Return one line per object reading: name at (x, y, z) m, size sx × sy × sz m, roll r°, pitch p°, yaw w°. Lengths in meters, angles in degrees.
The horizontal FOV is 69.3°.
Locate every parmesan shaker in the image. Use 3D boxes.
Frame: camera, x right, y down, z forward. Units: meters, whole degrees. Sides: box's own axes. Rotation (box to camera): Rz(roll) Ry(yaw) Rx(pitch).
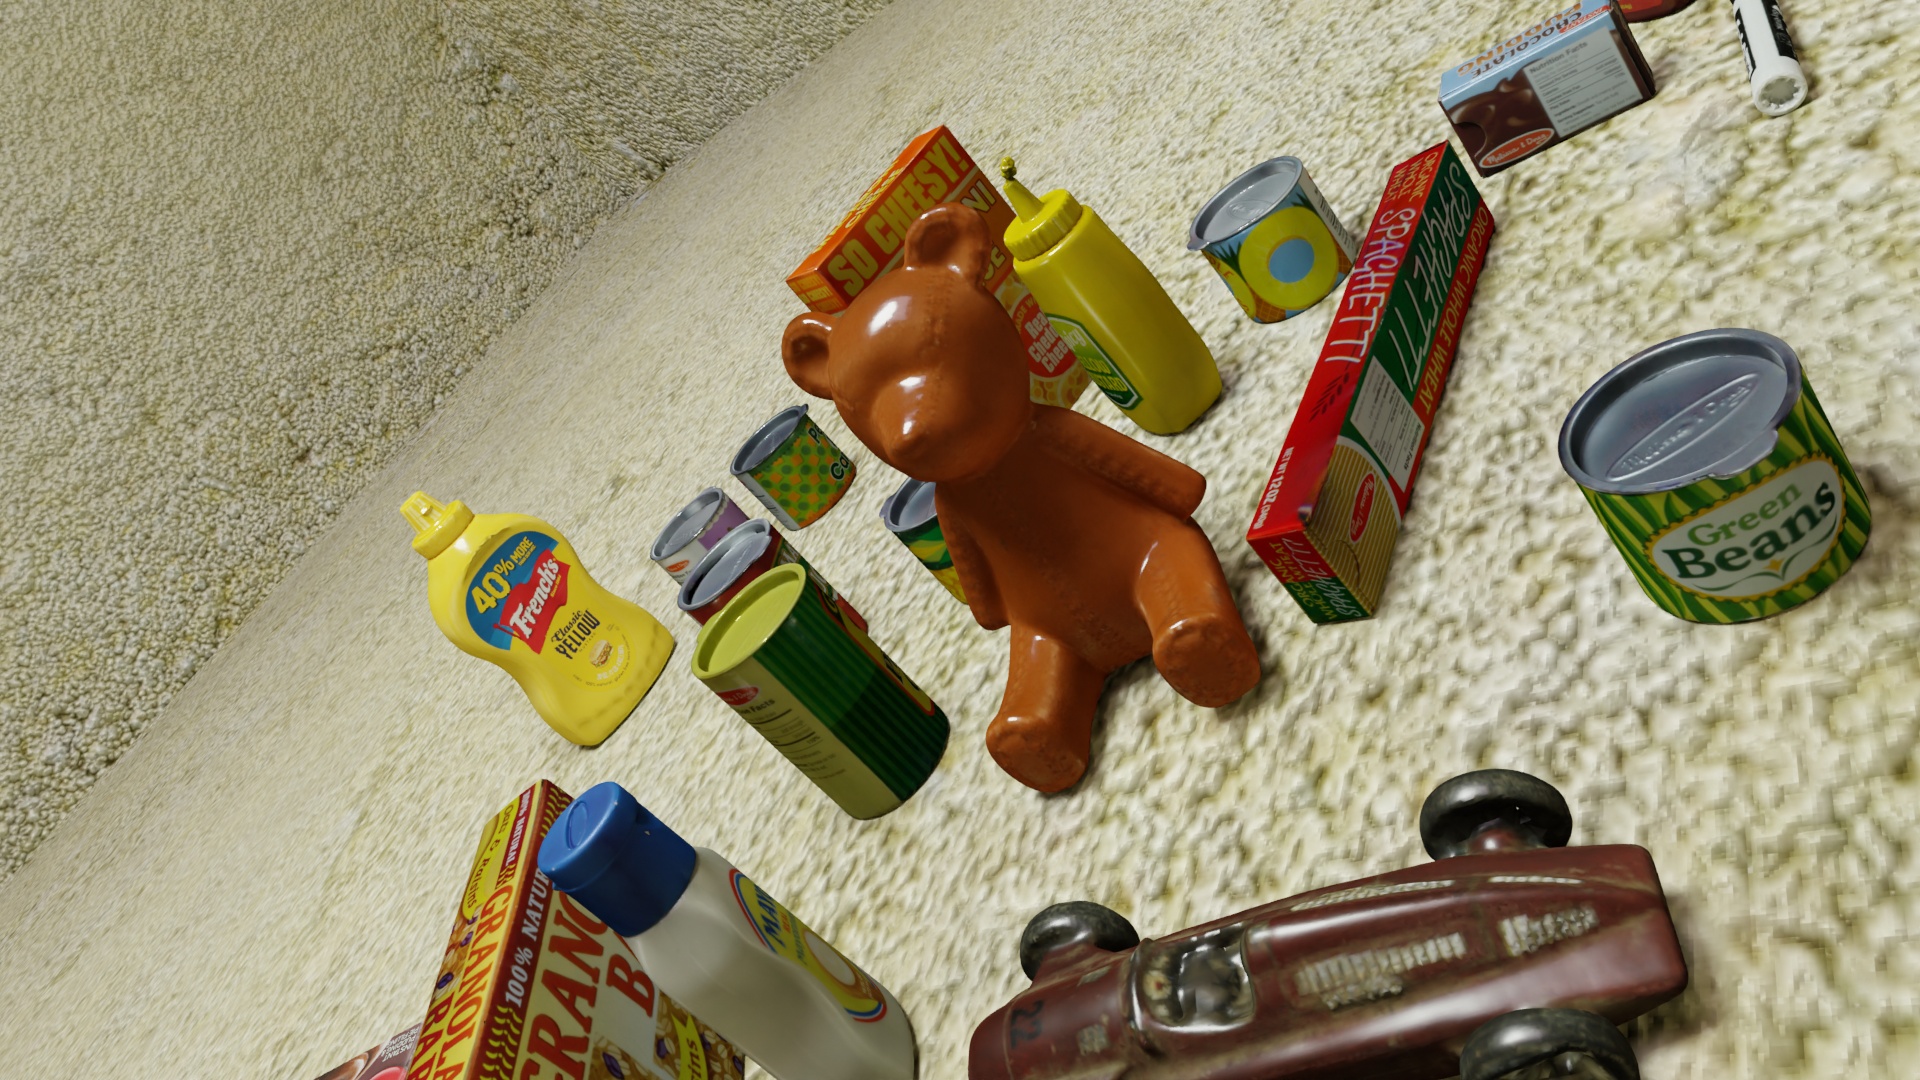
parmesan shaker at (-0.063, 0.069, 0.628) m, size 0.071 × 0.103 × 0.071 m, roll -34°, pitch 25°, yaw 19°

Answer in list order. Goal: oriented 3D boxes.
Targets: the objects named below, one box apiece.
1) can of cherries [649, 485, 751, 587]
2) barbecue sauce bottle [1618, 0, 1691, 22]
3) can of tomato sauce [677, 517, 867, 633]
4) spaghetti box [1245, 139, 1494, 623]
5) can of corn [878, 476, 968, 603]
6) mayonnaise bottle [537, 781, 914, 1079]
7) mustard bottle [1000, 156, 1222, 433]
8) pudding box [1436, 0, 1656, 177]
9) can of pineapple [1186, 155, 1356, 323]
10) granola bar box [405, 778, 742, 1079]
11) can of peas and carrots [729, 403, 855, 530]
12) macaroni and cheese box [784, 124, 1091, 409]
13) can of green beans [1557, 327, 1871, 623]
can of cherries at (-0.164, 0.006, 0.937) m, size 0.071 × 0.058 × 0.072 m, roll -34°, pitch 25°, yaw 19°
barbecue sauce bottle at (0.306, -0.323, 0.668) m, size 0.043 × 0.148 × 0.065 m, roll -42°, pitch 24°, yaw 2°
can of tomato sauce at (-0.100, 0.039, 0.757) m, size 0.071 × 0.083 × 0.071 m, roll -34°, pitch 25°, yaw 19°
spaghetti box at (0.176, -0.075, 0.572) m, size 0.028 × 0.050 × 0.251 m, roll -16°, pitch 35°, yaw 45°
can of corn at (0.003, -0.009, 0.712) m, size 0.071 × 0.058 × 0.071 m, roll -34°, pitch 25°, yaw 19°
mayonnaise bottle at (-0.078, 0.141, 0.476) m, size 0.041 × 0.148 × 0.065 m, roll -42°, pitch 24°, yaw 1°
mustard bottle at (0.065, -0.122, 0.682) m, size 0.049 × 0.160 × 0.065 m, roll -46°, pitch 24°, yaw -8°
pudding box at (0.275, -0.215, 0.656) m, size 0.083 × 0.049 × 0.030 m, roll -23°, pitch 31°, yaw 36°
can of pineapple at (0.160, -0.154, 0.717) m, size 0.071 × 0.057 × 0.071 m, roll -34°, pitch 25°, yaw 19°
granola bar box at (-0.136, 0.183, 0.523) m, size 0.039 × 0.124 × 0.166 m, roll -38°, pitch 24°, yaw 11°
can of peas and carrots at (-0.113, -0.051, 0.955) m, size 0.071 × 0.058 × 0.071 m, roll -34°, pitch 25°, yaw 19°
macaroni and cheese box at (-0.001, -0.127, 0.781) m, size 0.040 × 0.166 × 0.124 m, roll -3°, pitch 45°, yaw 55°
can of green beans at (0.219, -0.018, 0.405) m, size 0.071 × 0.057 × 0.071 m, roll -34°, pitch 25°, yaw 19°
